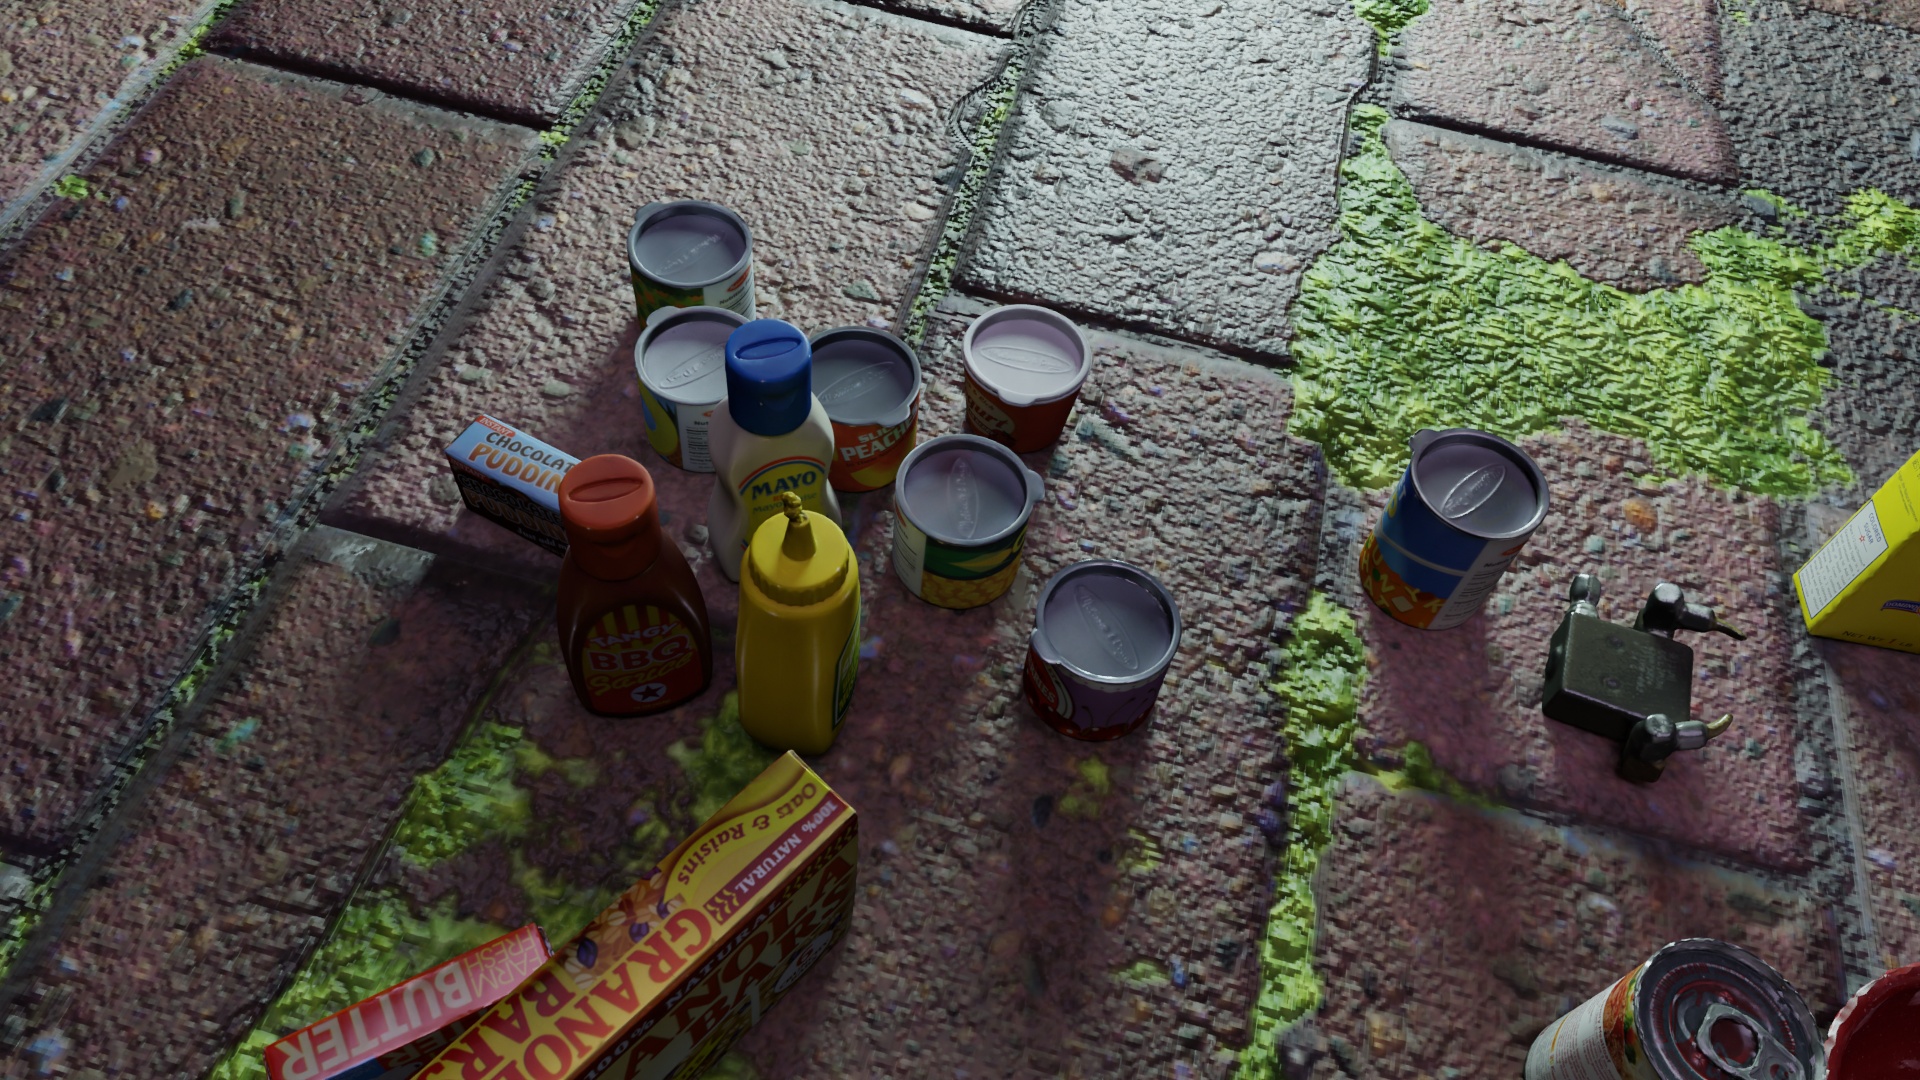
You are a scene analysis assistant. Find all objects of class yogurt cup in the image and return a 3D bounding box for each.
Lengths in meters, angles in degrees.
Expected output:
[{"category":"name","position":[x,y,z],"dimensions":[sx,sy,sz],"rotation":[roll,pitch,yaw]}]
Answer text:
[{"category":"yogurt cup","position":[0.032,-0.084,0.739],"dimensions":[0.072,0.053,0.073],"rotation":[3,55,-4]}]

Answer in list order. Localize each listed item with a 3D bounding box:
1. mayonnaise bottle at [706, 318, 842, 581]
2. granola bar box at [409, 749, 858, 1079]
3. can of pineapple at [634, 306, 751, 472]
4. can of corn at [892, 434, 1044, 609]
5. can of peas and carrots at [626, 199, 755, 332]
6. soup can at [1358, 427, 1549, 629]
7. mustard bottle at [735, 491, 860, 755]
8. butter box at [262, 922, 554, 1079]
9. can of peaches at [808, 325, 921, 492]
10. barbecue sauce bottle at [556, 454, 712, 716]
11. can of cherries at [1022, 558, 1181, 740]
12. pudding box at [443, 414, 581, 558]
[{"category":"mayonnaise bottle","position":[-0.086,-0.038,0.637],"dimensions":[0.065,0.147,0.041],"rotation":[-15,58,-16]},{"category":"granola bar box","position":[-0.109,0.166,0.506],"dimensions":[0.039,0.123,0.166],"rotation":[39,60,20]},{"category":"can of pineapple","position":[-0.132,-0.079,0.716],"dimensions":[0.071,0.057,0.071],"rotation":[3,55,-4]},{"category":"can of corn","position":[0.002,-0.009,0.680],"dimensions":[0.071,0.058,0.071],"rotation":[3,55,-4]},{"category":"can of peas and carrots","position":[-0.148,-0.143,0.759],"dimensions":[0.071,0.058,0.071],"rotation":[3,55,-4]},{"category":"soup can","position":[0.240,-0.006,0.688],"dimensions":[0.071,0.083,0.072],"rotation":[3,55,-4]},{"category":"mustard bottle","position":[-0.067,0.032,0.582],"dimensions":[0.049,0.159,0.065],"rotation":[12,55,3]},{"category":"butter box","position":[-0.202,0.185,0.526],"dimensions":[0.104,0.052,0.024],"rotation":[-22,60,-20]},{"category":"can of peaches","position":[-0.053,-0.065,0.715],"dimensions":[0.071,0.057,0.071],"rotation":[3,55,-4]},{"category":"barbecue sauce bottle","position":[-0.141,0.022,0.589],"dimensions":[0.065,0.147,0.044],"rotation":[-11,57,-13]},{"category":"can of cherries","position":[0.062,0.052,0.644],"dimensions":[0.071,0.058,0.072],"rotation":[3,55,-4]},{"category":"pudding box","position":[-0.203,-0.023,0.674],"dimensions":[0.084,0.049,0.030],"rotation":[26,57,12]}]
